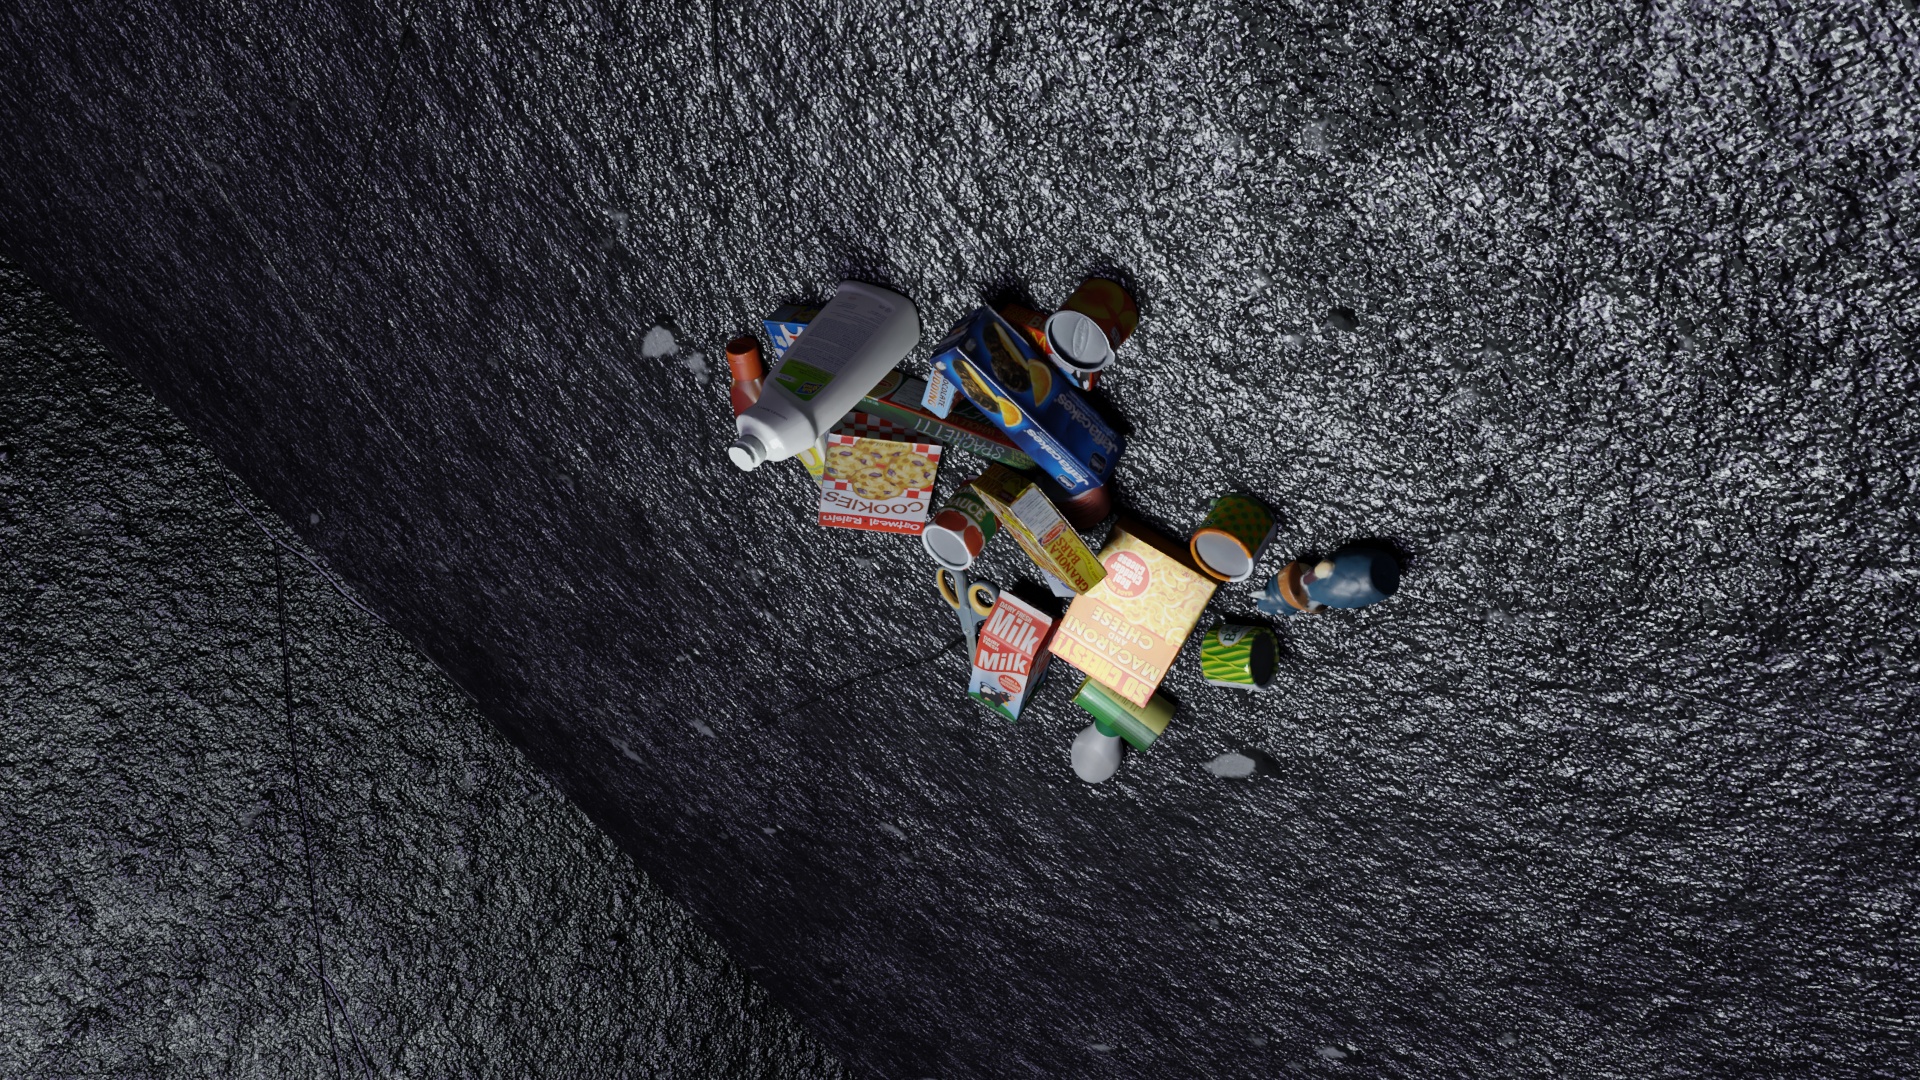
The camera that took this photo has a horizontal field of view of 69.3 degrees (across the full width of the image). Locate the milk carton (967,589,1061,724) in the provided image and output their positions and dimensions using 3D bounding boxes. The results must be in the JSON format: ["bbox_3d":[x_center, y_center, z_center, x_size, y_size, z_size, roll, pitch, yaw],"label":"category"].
[{"bbox_3d":[0.066,0.130,1.656,0.072,0.074,0.189,29,144,15],"label":"milk carton"}]

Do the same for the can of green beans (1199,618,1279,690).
[{"bbox_3d":[0.290,0.120,1.441,0.058,0.071,0.071,2,131,41],"label":"can of green beans"}]

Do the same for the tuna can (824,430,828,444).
[{"bbox_3d":[-0.118,-0.114,1.587,0.071,0.033,0.070,25,143,20],"label":"tuna can"}]

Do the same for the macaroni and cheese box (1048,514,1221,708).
[{"bbox_3d":[0.182,0.075,1.454,0.124,0.040,0.165,32,117,12],"label":"macaroni and cheese box"}]

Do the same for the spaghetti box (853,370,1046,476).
[{"bbox_3d":[-0.009,-0.129,1.453,0.250,0.050,0.028,22,144,24],"label":"spaghetti box"}]

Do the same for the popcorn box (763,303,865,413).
[{"bbox_3d":[-0.154,-0.195,1.525,0.085,0.038,0.126,12,138,36],"label":"popcorn box"}]

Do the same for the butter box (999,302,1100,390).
[{"bbox_3d":[0.085,-0.185,1.325,0.103,0.024,0.052,25,144,21],"label":"butter box"}]

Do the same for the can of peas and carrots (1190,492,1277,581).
[{"bbox_3d":[0.260,-0.004,1.335,0.071,0.059,0.070,24,142,21],"label":"can of peas and carrots"}]

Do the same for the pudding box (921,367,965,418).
[{"bbox_3d":[-0.008,-0.168,1.408,0.030,0.050,0.083,35,146,9],"label":"pudding box"}]

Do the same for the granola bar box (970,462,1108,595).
[{"bbox_3d":[0.079,-0.015,1.440,0.124,0.039,0.166,50,177,-16],"label":"granola bar box"}]

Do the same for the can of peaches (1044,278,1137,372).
[{"bbox_3d":[0.121,-0.193,1.252,0.071,0.058,0.071,24,142,21],"label":"can of peaches"}]

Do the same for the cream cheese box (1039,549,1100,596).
[{"bbox_3d":[0.139,0.037,1.526,0.103,0.024,0.053,0,131,44],"label":"cream cheese box"}]

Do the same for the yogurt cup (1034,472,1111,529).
[{"bbox_3d":[0.120,-0.049,1.414,0.072,0.073,0.053,10,144,36],"label":"yogurt cup"}]

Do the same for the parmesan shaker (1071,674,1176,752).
[{"bbox_3d":[0.188,0.192,1.612,0.103,0.072,0.071,37,146,4],"label":"parmesan shaker"}]

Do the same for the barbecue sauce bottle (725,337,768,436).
[{"bbox_3d":[-0.242,-0.169,1.633,0.065,0.044,0.147,22,142,29],"label":"barbecue sauce bottle"}]

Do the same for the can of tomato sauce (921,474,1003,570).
[{"bbox_3d":[0.005,-0.019,1.534,0.071,0.083,0.070,25,143,20],"label":"can of tomato sauce"}]

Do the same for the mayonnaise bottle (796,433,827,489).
[{"bbox_3d":[-0.155,-0.089,1.643,0.064,0.041,0.147,-7,124,47],"label":"mayonnaise bottle"}]

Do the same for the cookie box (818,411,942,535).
[{"bbox_3d":[-0.092,-0.074,1.556,0.123,0.040,0.166,6,143,-7],"label":"cookie box"}]

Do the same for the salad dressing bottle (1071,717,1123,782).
[{"bbox_3d":[0.176,0.245,1.711,0.064,0.044,0.146,32,144,14],"label":"salad dressing bottle"}]
